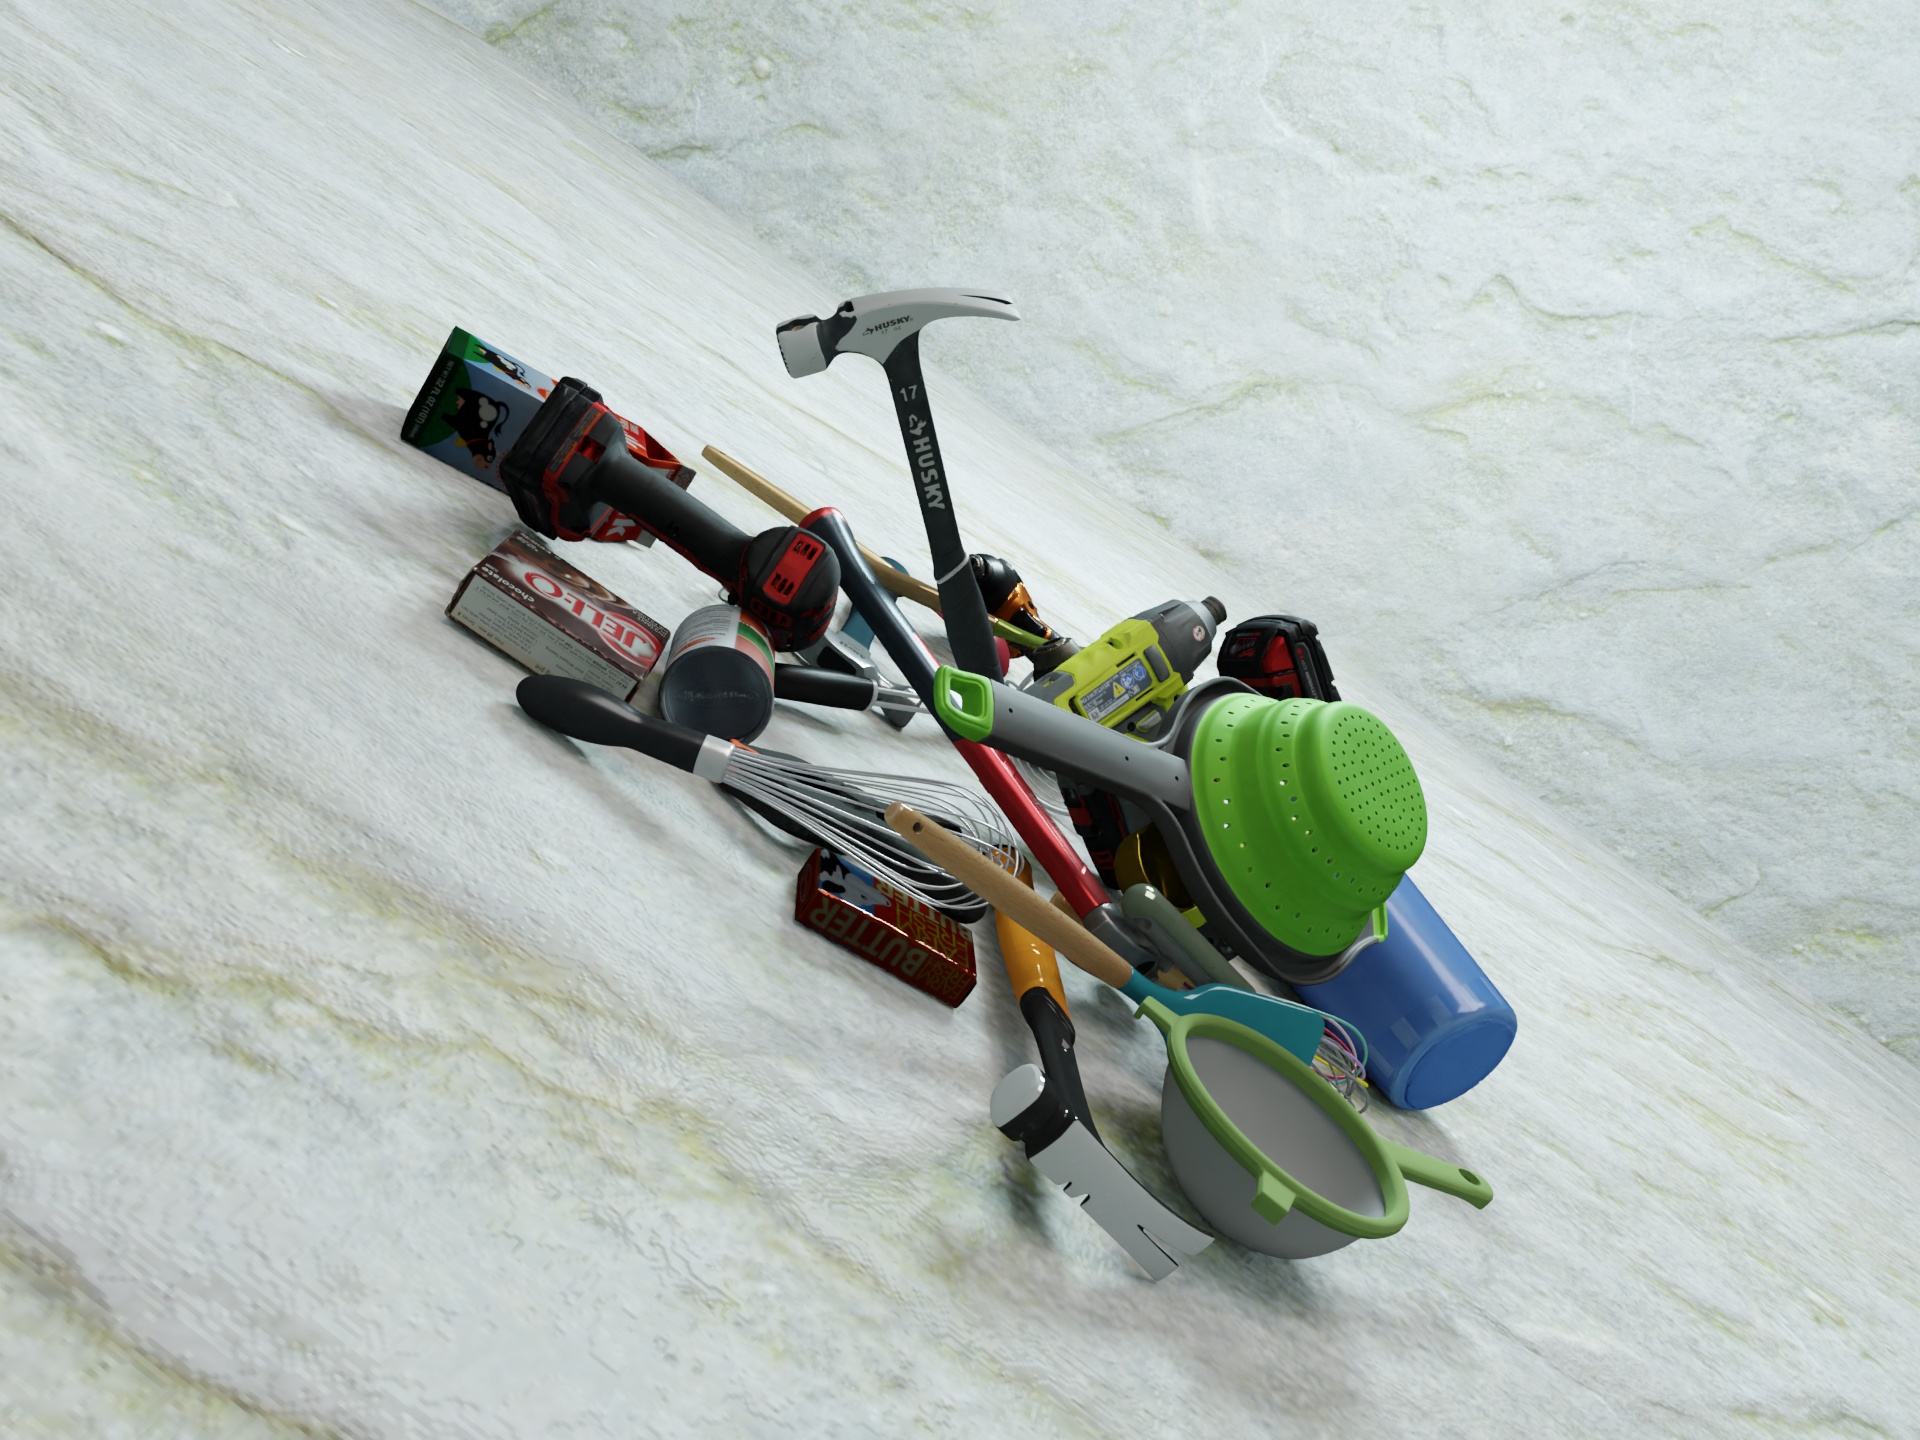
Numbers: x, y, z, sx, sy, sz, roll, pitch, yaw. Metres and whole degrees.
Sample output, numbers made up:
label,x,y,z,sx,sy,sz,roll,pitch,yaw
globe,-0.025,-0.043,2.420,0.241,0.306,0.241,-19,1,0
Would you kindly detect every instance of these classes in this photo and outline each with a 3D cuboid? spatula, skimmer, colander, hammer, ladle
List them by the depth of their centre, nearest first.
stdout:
label,x,y,z,sx,sy,sz,roll,pitch,yaw
spatula,0.078,0.127,0.853,0.317,0.082,0.044,37,-14,-32
hammer,0.049,0.155,0.862,0.127,0.034,0.337,47,9,-18
colander,0.160,0.030,0.943,0.396,0.094,0.205,21,54,-35
hammer,-0.002,0.003,1.011,0.387,0.038,0.143,54,10,23
hammer,-0.005,-0.125,1.117,0.408,0.149,0.036,74,-2,-47
skimmer,-0.002,-0.004,1.124,0.363,0.127,0.090,9,11,-42
ladle,-0.001,-0.076,1.292,0.320,0.062,0.078,25,20,3
hammer,-0.075,-0.085,1.310,0.128,0.033,0.331,35,16,-7
ladle,-0.083,-0.137,1.334,0.315,0.031,0.069,34,18,-5

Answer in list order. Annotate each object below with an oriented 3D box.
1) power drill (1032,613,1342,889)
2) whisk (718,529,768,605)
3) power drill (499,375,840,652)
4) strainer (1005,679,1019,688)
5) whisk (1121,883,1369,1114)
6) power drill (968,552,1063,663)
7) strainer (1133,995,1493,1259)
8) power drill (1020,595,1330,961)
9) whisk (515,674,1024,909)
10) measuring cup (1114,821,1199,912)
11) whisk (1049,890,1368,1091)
label,x,y,z,sx,sy,sz,roll,pitch,yaw
power drill,0.162,-0.004,1.165,0.080,0.226,0.188,3,-63,63
whisk,-0.155,-0.117,1.226,0.055,0.055,0.239,32,13,-12
power drill,-0.179,-0.119,1.032,0.219,0.078,0.143,31,-14,1
strainer,0.118,0.041,1.328,0.258,0.050,0.087,30,-12,-37
whisk,0.172,0.175,0.957,0.058,0.059,0.246,-10,-46,47
power drill,0.084,-0.060,1.404,0.227,0.084,0.164,42,-4,24
strainer,0.193,0.246,0.858,0.256,0.069,0.152,26,19,-34
power drill,0.152,0.037,1.083,0.223,0.171,0.080,60,-18,-12
whisk,-0.100,0.031,0.844,0.284,0.070,0.070,21,18,-3
measuring cup,0.131,0.062,0.996,0.062,0.029,0.157,44,39,-16
whisk,0.165,0.178,1.042,0.245,0.051,0.047,31,23,-6
